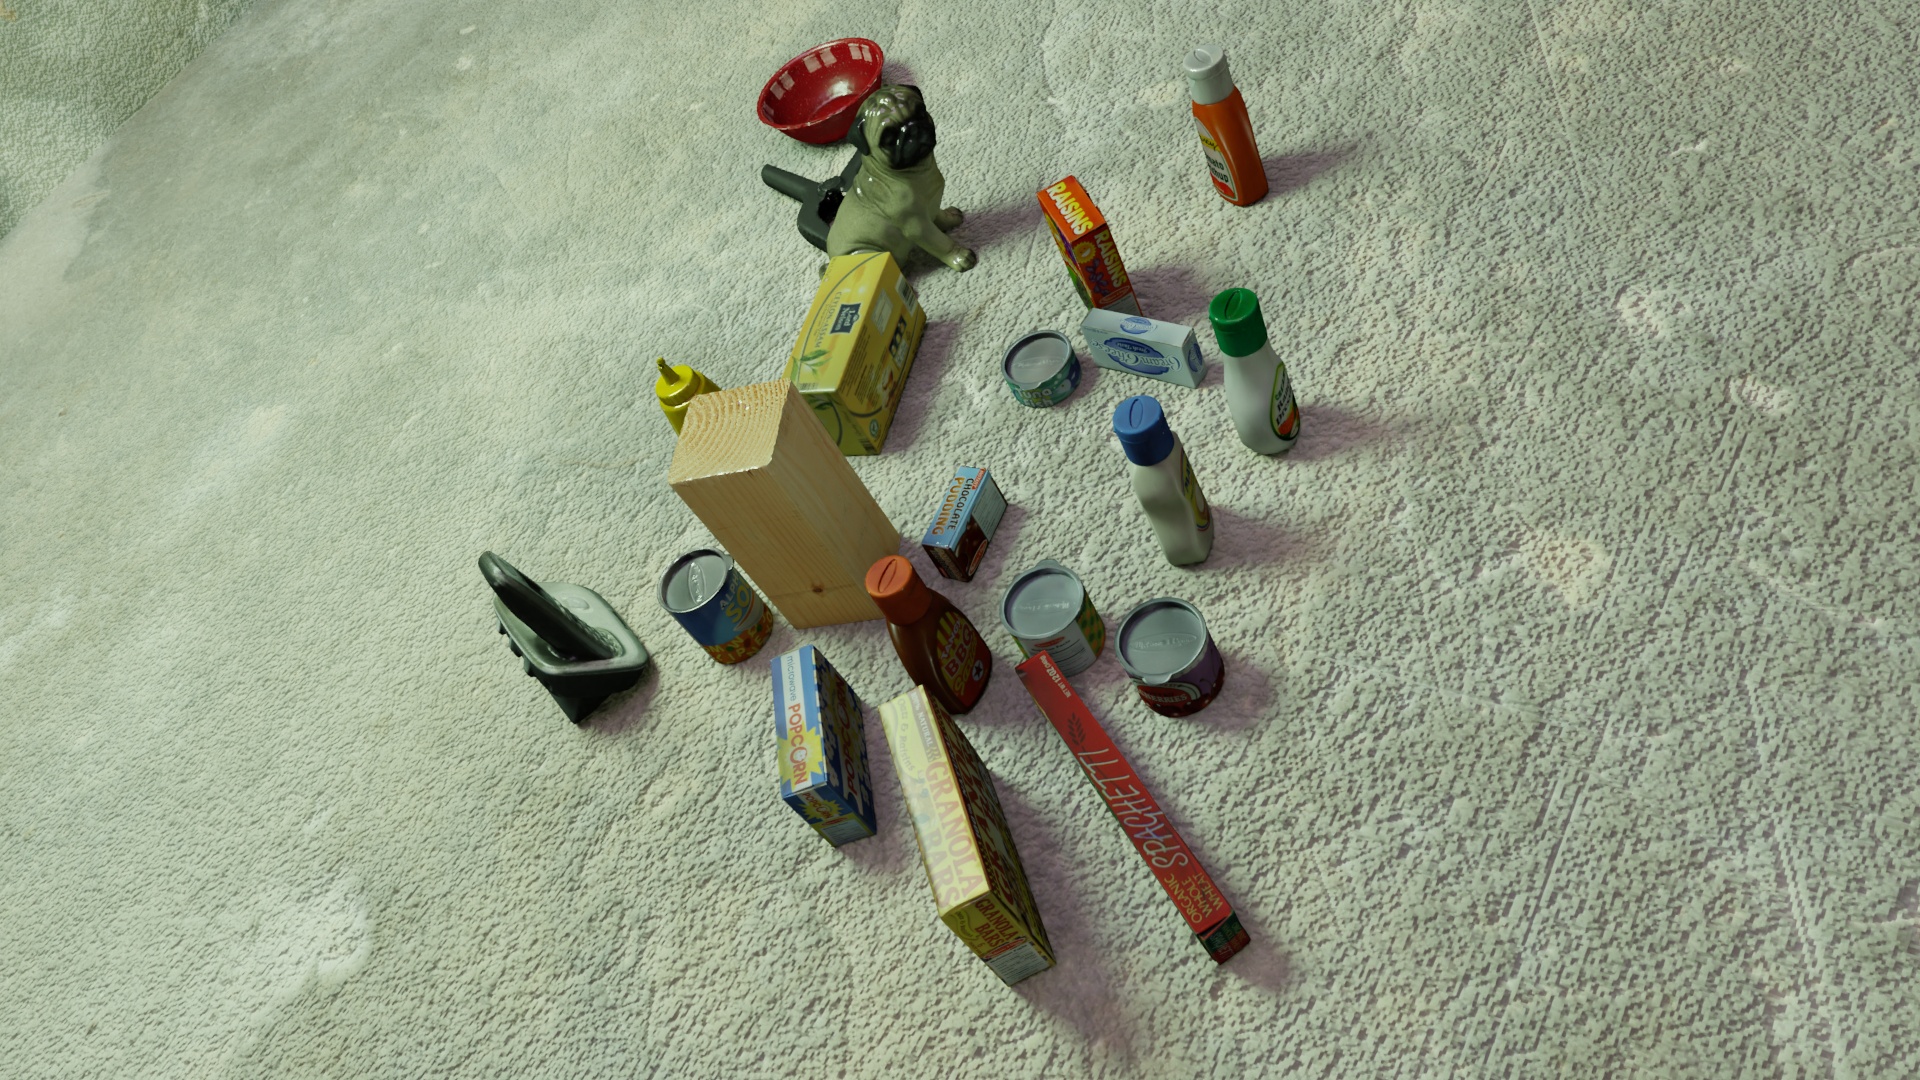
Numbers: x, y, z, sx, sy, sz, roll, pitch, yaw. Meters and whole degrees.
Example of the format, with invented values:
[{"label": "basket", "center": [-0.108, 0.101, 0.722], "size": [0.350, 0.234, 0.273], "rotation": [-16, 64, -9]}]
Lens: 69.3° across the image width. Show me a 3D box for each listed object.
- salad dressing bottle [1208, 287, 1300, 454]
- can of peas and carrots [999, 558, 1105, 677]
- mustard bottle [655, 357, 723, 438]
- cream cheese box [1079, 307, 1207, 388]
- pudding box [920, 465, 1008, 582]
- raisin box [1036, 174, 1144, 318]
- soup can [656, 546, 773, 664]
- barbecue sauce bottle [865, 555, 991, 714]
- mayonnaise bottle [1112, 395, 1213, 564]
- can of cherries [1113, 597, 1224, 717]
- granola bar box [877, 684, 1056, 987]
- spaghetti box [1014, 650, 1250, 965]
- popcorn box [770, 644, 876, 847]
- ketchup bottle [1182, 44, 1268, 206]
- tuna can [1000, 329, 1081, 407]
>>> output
[{"label": "salad dressing bottle", "center": [0.222, -0.127, 1.054], "size": [0.044, 0.147, 0.064], "rotation": [6, 58, 31]}, {"label": "can of peas and carrots", "center": [0.070, 0.059, 1.041], "size": [0.071, 0.058, 0.071], "rotation": [-14, 49, 17]}, {"label": "mustard bottle", "center": [-0.235, -0.114, 1.262], "size": [0.049, 0.159, 0.065], "rotation": [-14, 49, 17]}, {"label": "cream cheese box", "center": [0.156, -0.164, 1.181], "size": [0.104, 0.053, 0.024], "rotation": [19, 65, 36]}, {"label": "pudding box", "center": [0.004, -0.014, 1.139], "size": [0.030, 0.049, 0.084], "rotation": [8, 58, 31]}, {"label": "raisin box", "center": [0.116, -0.247, 1.220], "size": [0.040, 0.123, 0.086], "rotation": [-28, 47, 5]}, {"label": "soup can", "center": [-0.202, 0.054, 1.162], "size": [0.071, 0.083, 0.072], "rotation": [-14, 49, 17]}, {"label": "barbecue sauce bottle", "center": [-0.024, 0.067, 1.020], "size": [0.043, 0.148, 0.065], "rotation": [6, 57, 30]}, {"label": "mayonnaise bottle", "center": [0.150, -0.046, 1.024], "size": [0.041, 0.147, 0.065], "rotation": [-8, 51, 22]}, {"label": "can of cherries", "center": [0.148, 0.085, 0.982], "size": [0.071, 0.058, 0.072], "rotation": [-14, 49, 17]}, {"label": "granola bar box", "center": [0.004, 0.194, 0.920], "size": [0.039, 0.123, 0.166], "rotation": [-27, 47, 5]}, {"label": "spaghetti box", "center": [0.111, 0.173, 0.935], "size": [0.029, 0.050, 0.251], "rotation": [-34, 47, -2]}, {"label": "popcorn box", "center": [-0.102, 0.152, 1.034], "size": [0.038, 0.085, 0.127], "rotation": [-21, 48, 10]}, {"label": "ketchup bottle", "center": [0.235, -0.373, 1.244], "size": [0.043, 0.148, 0.065], "rotation": [-32, 47, 1]}, {"label": "tuna can", "center": [0.071, -0.149, 1.225], "size": [0.071, 0.032, 0.071], "rotation": [-14, 49, 16]}]
